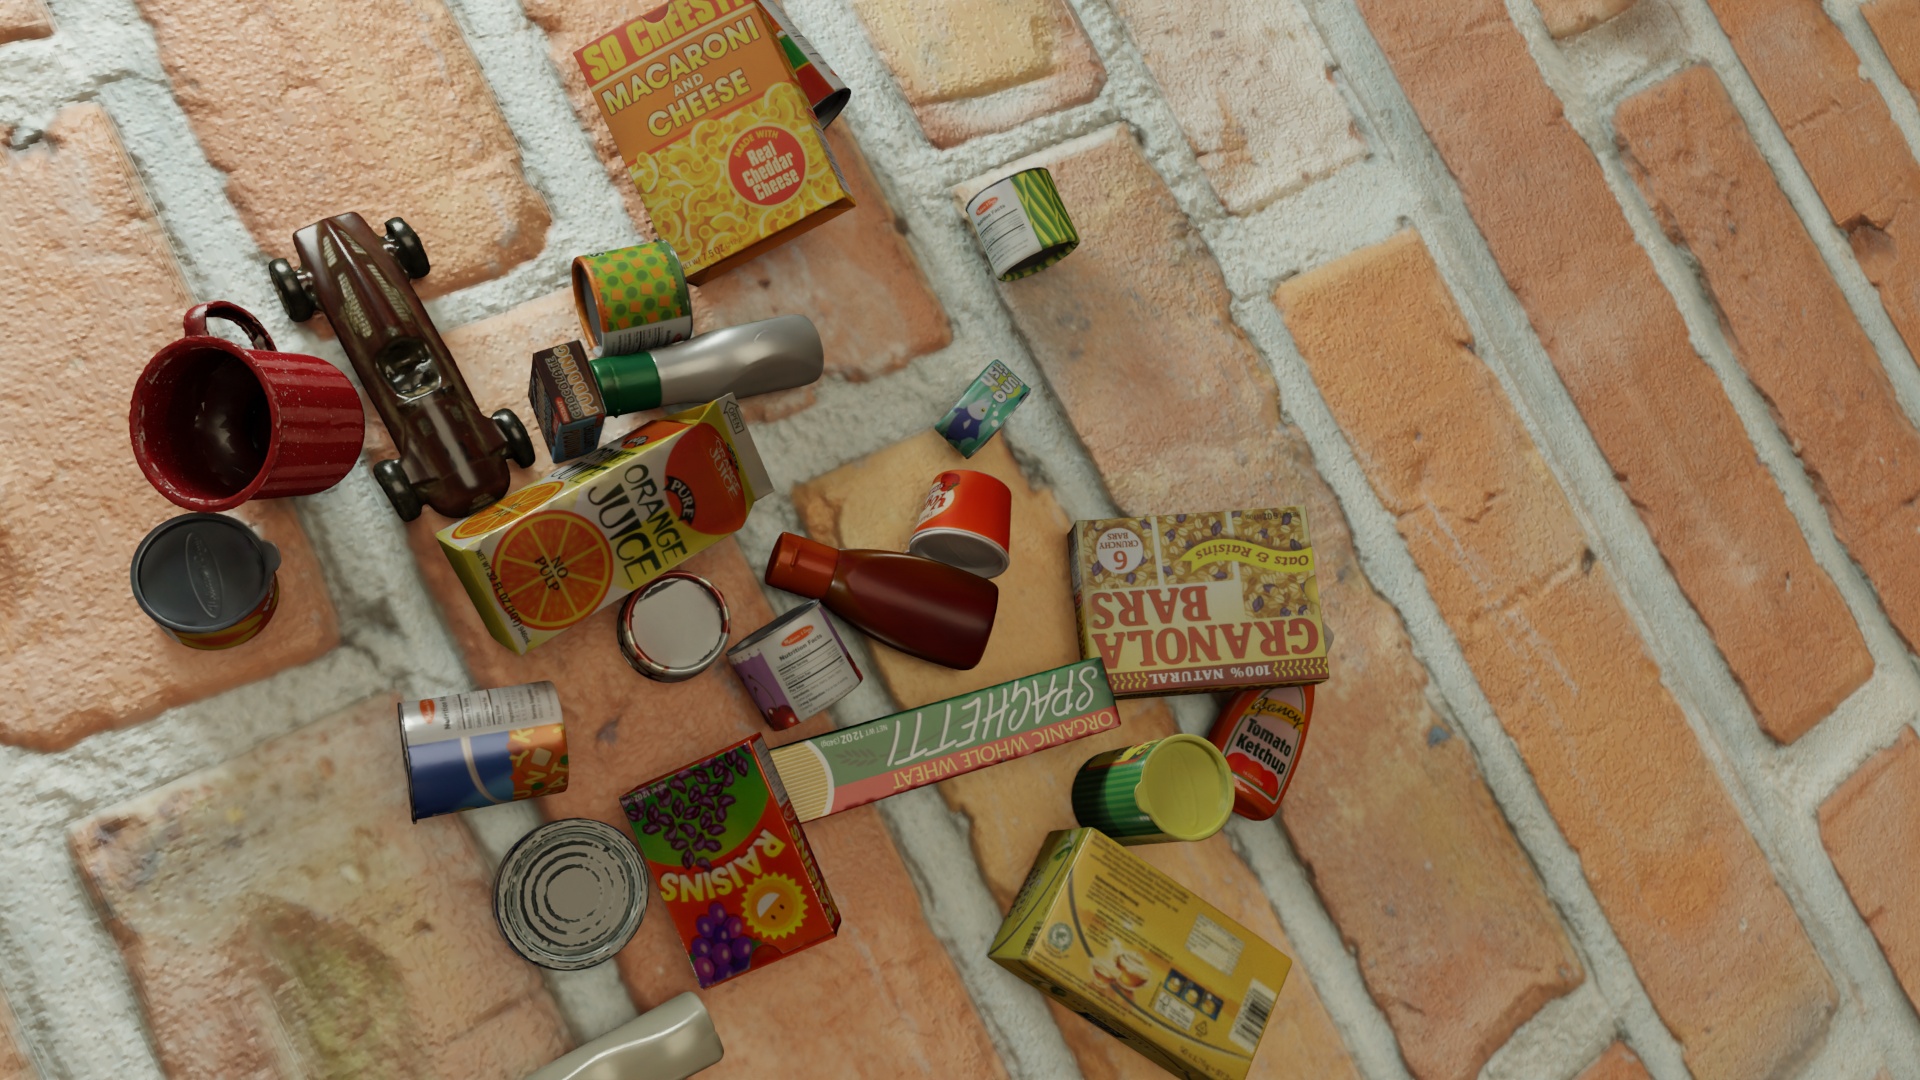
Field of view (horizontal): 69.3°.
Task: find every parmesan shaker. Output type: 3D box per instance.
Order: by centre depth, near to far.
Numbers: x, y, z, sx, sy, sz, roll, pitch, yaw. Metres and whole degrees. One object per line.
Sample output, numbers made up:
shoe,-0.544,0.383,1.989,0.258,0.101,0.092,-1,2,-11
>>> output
parmesan shaker,0.121,0.165,0.906,0.071,0.102,0.071,6,74,-21

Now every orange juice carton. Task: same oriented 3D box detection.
orange juice carton,-0.203,-0.015,0.831,0.193,0.073,0.071,-32,112,-25

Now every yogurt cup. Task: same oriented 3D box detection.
yogurt cup,0.003,-0.012,0.929,0.072,0.072,0.054,20,62,-16

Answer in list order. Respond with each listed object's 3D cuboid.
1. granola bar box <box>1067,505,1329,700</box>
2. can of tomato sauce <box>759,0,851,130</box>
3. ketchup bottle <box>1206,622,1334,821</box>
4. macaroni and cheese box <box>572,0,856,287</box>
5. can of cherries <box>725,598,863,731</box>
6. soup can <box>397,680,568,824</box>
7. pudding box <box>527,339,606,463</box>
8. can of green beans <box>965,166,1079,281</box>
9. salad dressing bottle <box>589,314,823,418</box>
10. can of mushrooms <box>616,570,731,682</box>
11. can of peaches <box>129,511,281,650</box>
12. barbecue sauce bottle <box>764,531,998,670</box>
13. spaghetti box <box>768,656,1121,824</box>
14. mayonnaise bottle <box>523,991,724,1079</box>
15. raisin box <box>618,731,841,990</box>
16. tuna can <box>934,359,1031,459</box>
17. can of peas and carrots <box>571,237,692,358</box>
granola bar box,0.164,0.044,0.965,0.166,0.039,0.124,-4,77,-4
can of tomato sauce,-0.129,-0.318,0.957,0.071,0.071,0.083,-42,93,-25
ketchup bottle,0.222,0.122,0.991,0.065,0.043,0.149,34,66,-4
macaroni and cheese box,-0.160,-0.269,0.907,0.123,0.040,0.166,-25,90,7
can of cherries,-0.103,0.077,0.860,0.072,0.071,0.058,-33,96,-26
soup can,-0.269,0.120,0.784,0.084,0.071,0.071,-7,79,-24
pudding box,-0.238,-0.082,0.840,0.030,0.083,0.049,-21,85,-22
can of green beans,0.045,-0.227,1.001,0.071,0.071,0.058,-23,86,-25
salad dressing bottle,-0.162,-0.110,0.885,0.148,0.064,0.044,-15,79,-28
can of mushrooms,-0.178,0.051,0.856,0.071,0.033,0.071,5,75,-20
can of peaches,-0.407,0.023,0.758,0.071,0.058,0.071,6,73,-20
barbecue sauce bottle,-0.052,0.034,0.905,0.148,0.043,0.065,20,74,-15
spaghetti box,-0.018,0.129,0.882,0.251,0.028,0.050,-14,82,-16
mayonnaise bottle,-0.206,0.301,0.763,0.148,0.064,0.041,-24,90,-21
raisin box,-0.133,0.187,0.812,0.086,0.040,0.123,-23,89,1
tuna can,0.016,-0.091,0.951,0.033,0.071,0.071,42,65,-6
can of peas and carrots,-0.209,-0.155,0.880,0.059,0.070,0.071,-17,83,-24
